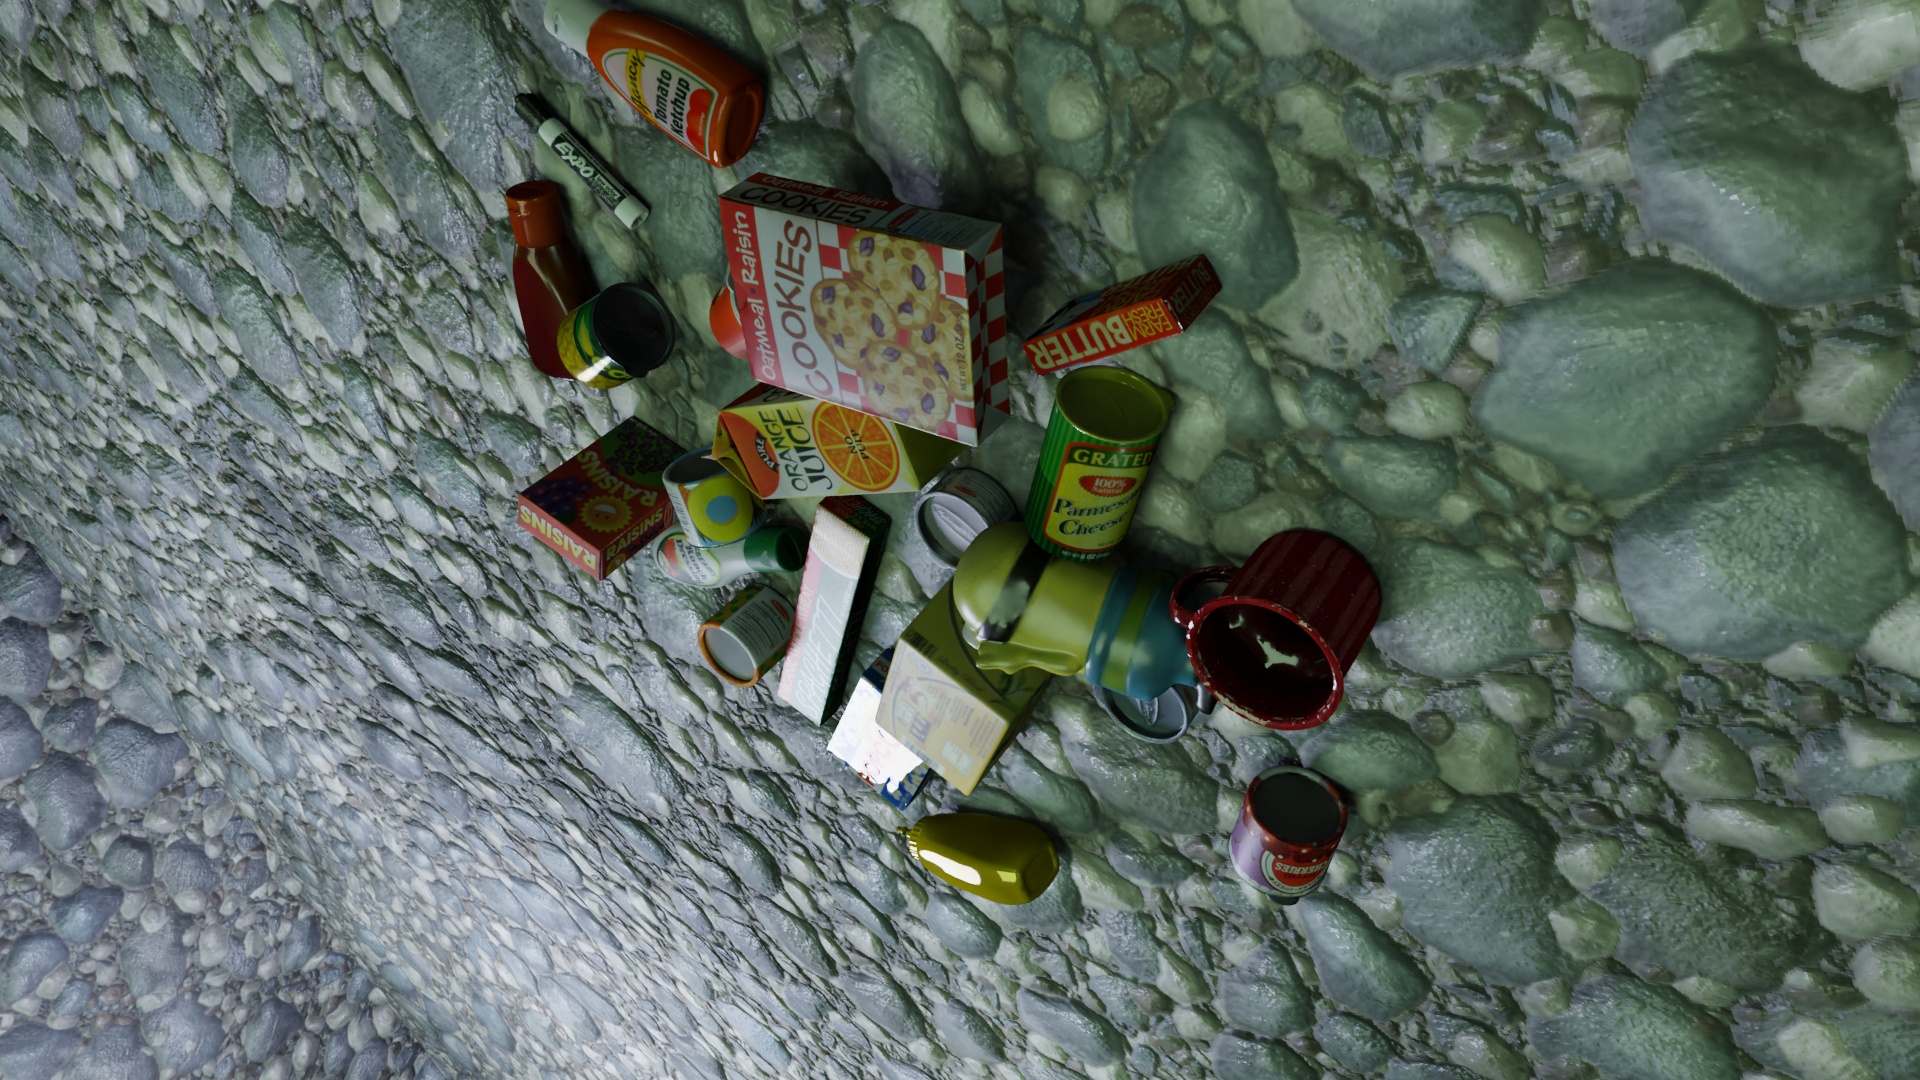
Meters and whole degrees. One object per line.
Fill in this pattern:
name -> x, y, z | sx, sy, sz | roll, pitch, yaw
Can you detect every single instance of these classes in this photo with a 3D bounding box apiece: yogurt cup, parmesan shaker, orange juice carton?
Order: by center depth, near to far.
parmesan shaker -> 0.082, -0.044, 0.825 | 0.071, 0.072, 0.102 | 30, 138, 17
yogurt cup -> -0.130, -0.151, 0.915 | 0.054, 0.073, 0.072 | -16, 112, 55
orange juice carton -> -0.090, -0.077, 0.935 | 0.192, 0.072, 0.072 | -1, 121, 41

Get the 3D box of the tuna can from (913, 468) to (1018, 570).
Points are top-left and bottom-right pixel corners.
tuna can -> 0.003, -0.012, 0.940 | 0.071, 0.033, 0.070 | 23, 135, 25

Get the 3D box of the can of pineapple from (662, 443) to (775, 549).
can of pineapple -> -0.184, -0.035, 1.057 | 0.071, 0.071, 0.057 | 7, 127, 37

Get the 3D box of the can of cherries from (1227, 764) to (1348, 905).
can of cherries -> 0.213, 0.191, 0.902 | 0.071, 0.072, 0.058 | 27, 136, 21

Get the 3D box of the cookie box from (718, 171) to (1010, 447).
cookie box -> -0.055, -0.133, 0.791 | 0.167, 0.040, 0.122 | 19, 134, 27

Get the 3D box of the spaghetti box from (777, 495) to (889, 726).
spaghetti box -> -0.103, 0.059, 1.093 | 0.050, 0.029, 0.248 | 34, 138, 14

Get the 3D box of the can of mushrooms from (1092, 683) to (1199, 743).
can of mushrooms -> 0.127, 0.099, 0.928 | 0.071, 0.034, 0.070 | 23, 135, 24

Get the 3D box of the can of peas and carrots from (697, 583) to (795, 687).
can of peas and carrots -> -0.175, 0.080, 1.148 | 0.071, 0.059, 0.070 | 23, 134, 25

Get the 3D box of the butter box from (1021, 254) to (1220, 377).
butter box -> 0.087, -0.122, 0.762 | 0.103, 0.053, 0.024 | -12, 117, 45

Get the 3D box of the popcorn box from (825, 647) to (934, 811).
popcorn box -> -0.053, 0.155, 1.123 | 0.085, 0.038, 0.126 | 38, 139, 10

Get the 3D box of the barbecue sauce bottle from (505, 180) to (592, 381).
barbecue sauce bottle -> -0.308, -0.194, 1.045 | 0.065, 0.044, 0.147 | 21, 134, 27

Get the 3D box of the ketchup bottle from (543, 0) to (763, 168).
ketchup bottle -> -0.192, -0.295, 0.863 | 0.149, 0.044, 0.064 | 36, 139, 12

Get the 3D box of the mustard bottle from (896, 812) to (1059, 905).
mustard bottle -> 0.006, 0.254, 1.140 | 0.160, 0.065, 0.048 | 4, 120, 45

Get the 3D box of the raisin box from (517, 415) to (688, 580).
raisin box -> -0.269, -0.034, 1.082 | 0.086, 0.124, 0.039 | 33, 138, 14

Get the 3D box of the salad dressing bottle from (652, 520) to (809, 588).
salad dressing bottle -> -0.183, 0.007, 1.106 | 0.147, 0.044, 0.064 | -2, 120, 41

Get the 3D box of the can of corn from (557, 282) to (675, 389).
can of corn -> -0.253, -0.146, 1.017 | 0.058, 0.071, 0.071 | -14, 113, 47
